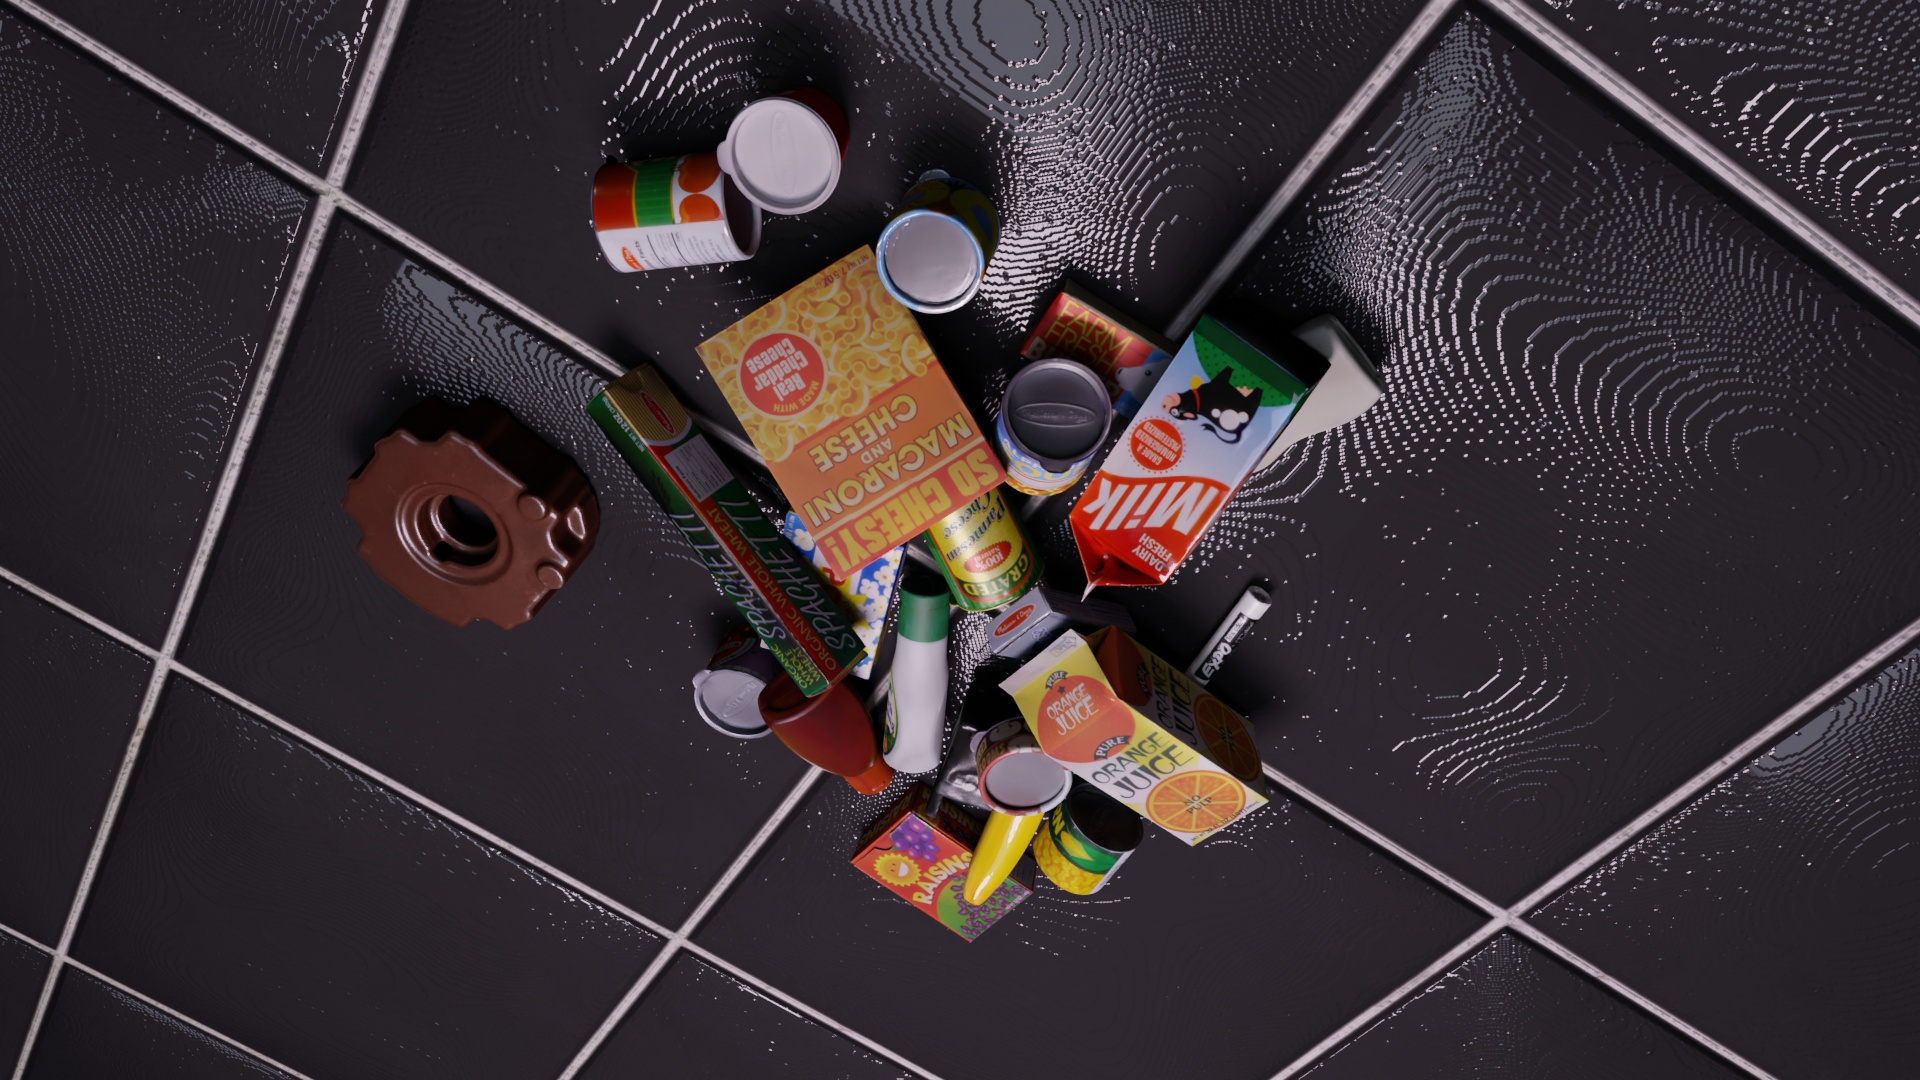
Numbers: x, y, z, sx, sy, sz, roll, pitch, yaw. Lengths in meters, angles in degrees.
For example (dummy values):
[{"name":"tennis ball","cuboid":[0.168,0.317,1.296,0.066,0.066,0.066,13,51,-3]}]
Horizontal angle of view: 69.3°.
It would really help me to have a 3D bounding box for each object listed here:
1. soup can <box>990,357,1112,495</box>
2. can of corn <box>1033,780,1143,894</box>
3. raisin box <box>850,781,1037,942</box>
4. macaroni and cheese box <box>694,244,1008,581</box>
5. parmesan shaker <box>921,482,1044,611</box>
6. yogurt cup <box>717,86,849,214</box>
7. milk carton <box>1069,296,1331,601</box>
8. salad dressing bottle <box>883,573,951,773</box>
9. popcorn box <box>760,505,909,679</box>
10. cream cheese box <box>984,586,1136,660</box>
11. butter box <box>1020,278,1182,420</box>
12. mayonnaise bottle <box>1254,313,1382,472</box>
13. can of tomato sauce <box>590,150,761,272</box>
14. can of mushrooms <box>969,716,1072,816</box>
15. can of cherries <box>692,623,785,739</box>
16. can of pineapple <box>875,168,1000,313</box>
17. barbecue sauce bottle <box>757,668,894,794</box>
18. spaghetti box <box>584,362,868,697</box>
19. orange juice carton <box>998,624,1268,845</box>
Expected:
[{"name":"soup can","cuboid":[0.054,-0.065,0.857,0.071,0.071,0.083,18,167,0]},{"name":"can of corn","cuboid":[0.095,0.226,1.061,0.071,0.071,0.058,27,124,-6]},{"name":"raisin box","cuboid":[-0.013,0.261,1.121,0.123,0.040,0.085,37,123,-12]},{"name":"macaroni and cheese box","cuboid":[-0.065,-0.077,0.852,0.124,0.040,0.166,-31,90,-2]},{"name":"parmesan shaker","cuboid":[0.003,-0.012,0.925,0.071,0.072,0.102,-17,117,21]},{"name":"yogurt cup","cuboid":[-0.098,-0.232,0.813,0.072,0.054,0.072,5,123,8]},{"name":"milk carton","cuboid":[0.131,-0.044,0.831,0.073,0.072,0.189,38,119,10]},{"name":"salad dressing bottle","cuboid":[-0.030,0.097,1.010,0.044,0.064,0.147,3,115,-4]},{"name":"popcorn box","cuboid":[-0.089,0.031,0.989,0.085,0.038,0.126,17,124,0]},{"name":"cream cheese box","cuboid":[0.070,0.061,0.950,0.053,0.024,0.104,-39,148,29]},{"name":"butter box","cuboid":[0.094,-0.115,0.867,0.103,0.024,0.053,29,123,-8]},{"name":"mayonnaise bottle","cuboid":[0.184,-0.076,0.864,0.147,0.041,0.064,-34,103,29]},{"name":"can of tomato sauce","cuboid":[-0.171,-0.201,0.842,0.083,0.071,0.071,-3,122,13]},{"name":"can of mushrooms","cuboid":[0.041,0.157,0.961,0.071,0.033,0.070,-2,125,-3]},{"name":"can of cherries","cuboid":[-0.160,0.103,1.038,0.071,0.059,0.071,6,124,9]},{"name":"can of pineapple","cuboid":[-0.014,-0.178,0.828,0.071,0.058,0.070,5,123,8]},{"name":"barbecue sauce bottle","cuboid":[-0.092,0.143,1.029,0.065,0.044,0.148,-33,141,-2]},{"name":"spaghetti box","cuboid":[-0.156,-0.006,0.936,0.028,0.050,0.250,-32,98,39]},{"name":"orange juice carton","cuboid":[0.119,0.126,0.951,0.192,0.073,0.071,35,122,-26]}]
